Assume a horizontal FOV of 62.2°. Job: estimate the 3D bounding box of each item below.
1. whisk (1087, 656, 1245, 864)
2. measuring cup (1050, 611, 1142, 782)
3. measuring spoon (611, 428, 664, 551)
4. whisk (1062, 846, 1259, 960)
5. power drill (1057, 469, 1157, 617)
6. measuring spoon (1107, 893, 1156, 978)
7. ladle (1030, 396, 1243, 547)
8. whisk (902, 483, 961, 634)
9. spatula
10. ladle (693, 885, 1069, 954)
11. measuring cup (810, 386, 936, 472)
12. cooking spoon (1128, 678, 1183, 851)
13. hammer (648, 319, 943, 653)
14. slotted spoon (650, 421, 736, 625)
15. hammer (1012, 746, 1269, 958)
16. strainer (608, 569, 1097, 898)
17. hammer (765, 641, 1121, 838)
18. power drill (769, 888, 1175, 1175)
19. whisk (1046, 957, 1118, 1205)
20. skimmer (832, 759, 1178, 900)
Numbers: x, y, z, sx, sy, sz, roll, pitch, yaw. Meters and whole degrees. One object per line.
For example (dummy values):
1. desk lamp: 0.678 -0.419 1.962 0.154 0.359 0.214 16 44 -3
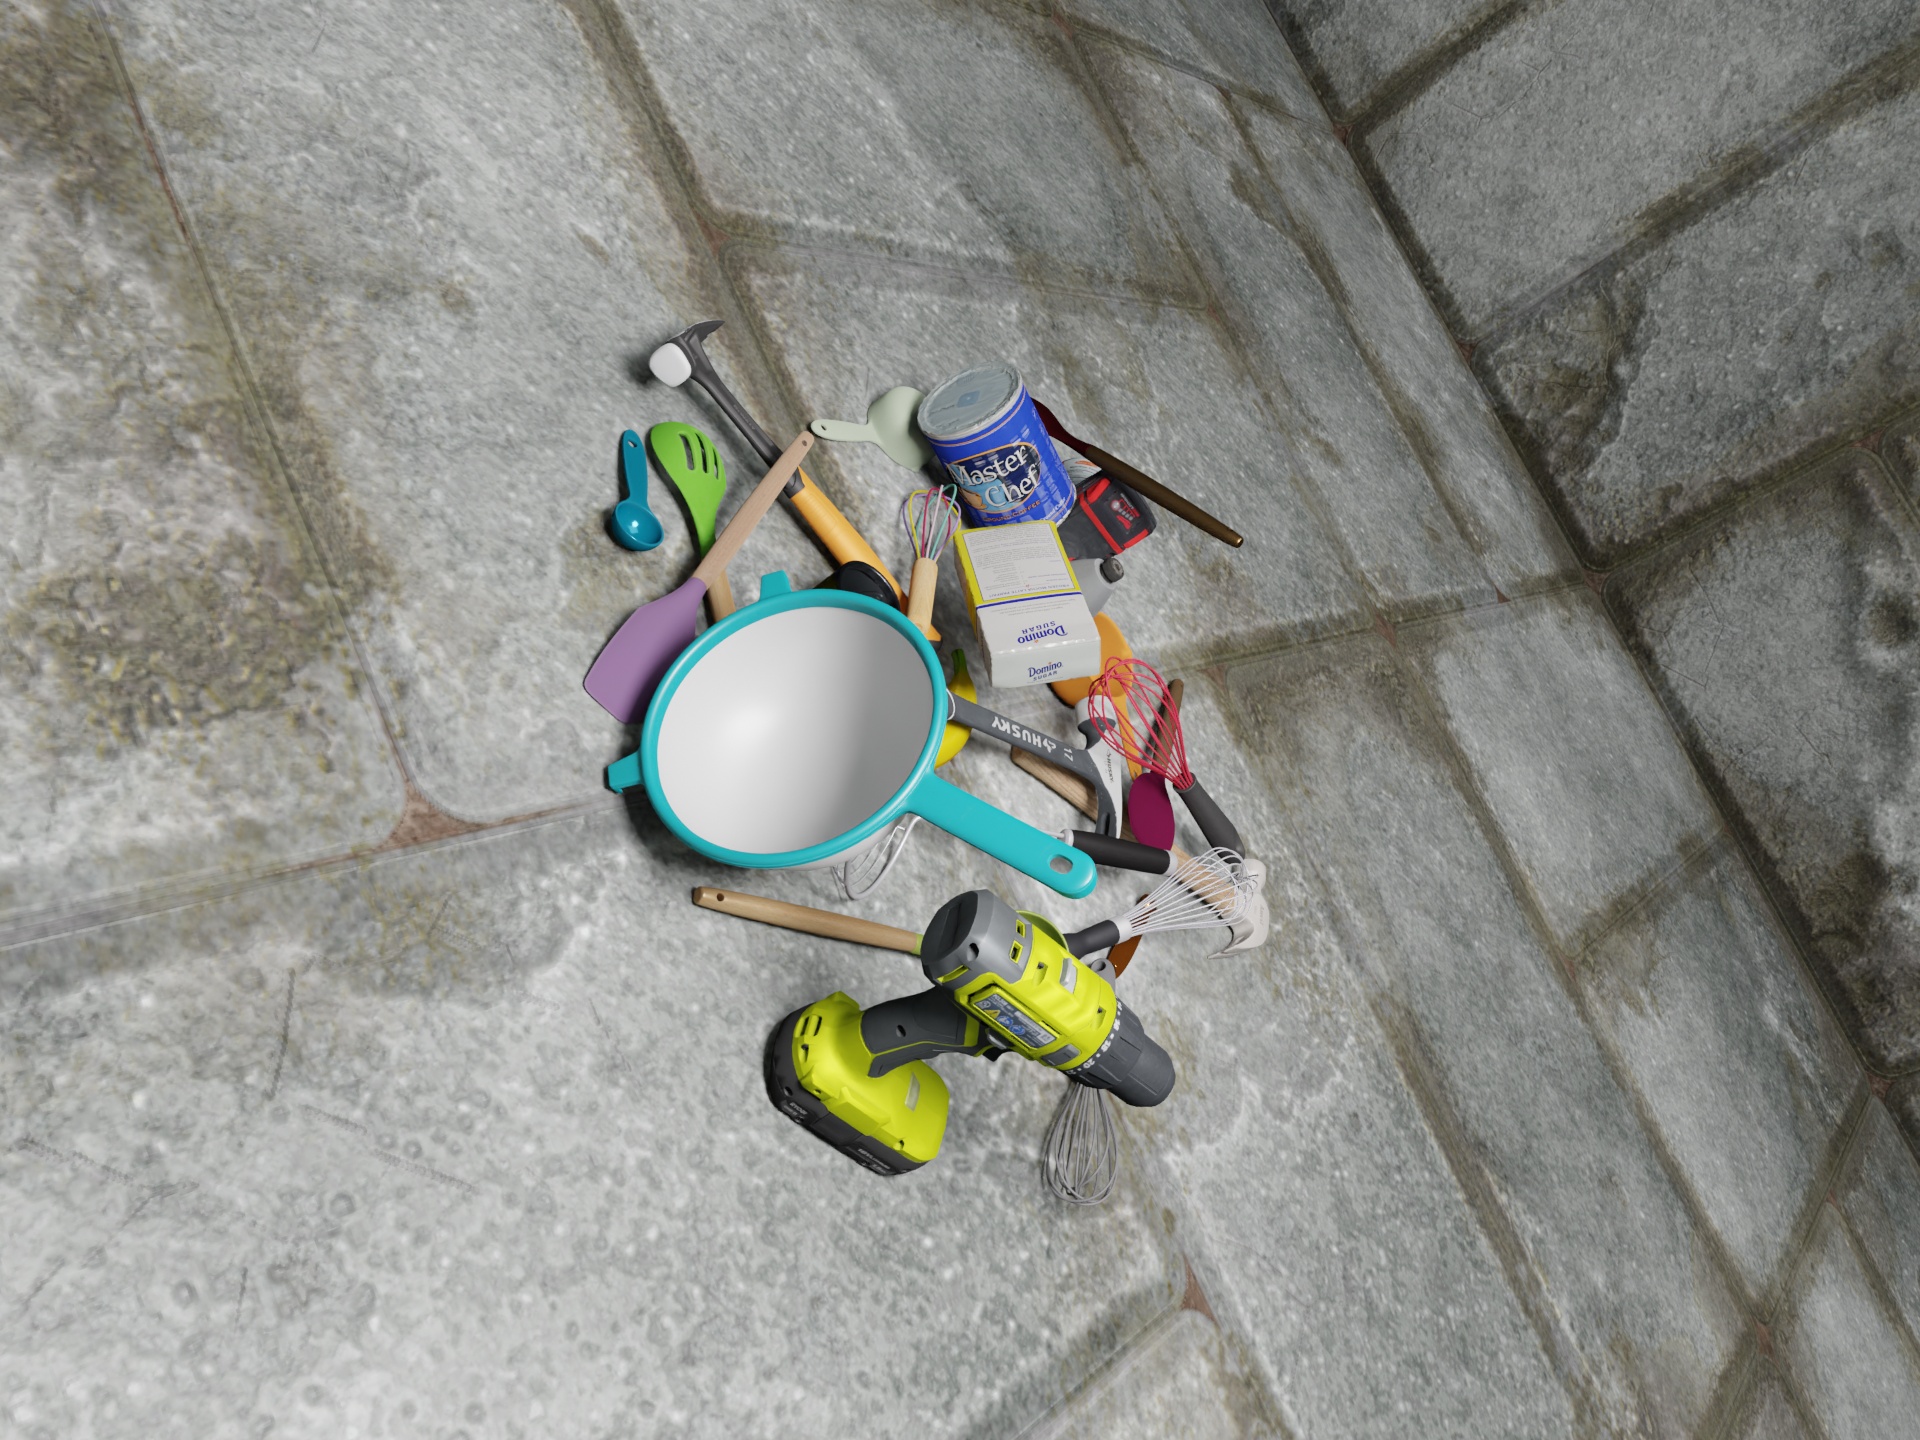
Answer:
1. whisk: 0.192 0.045 1.426 0.295 0.073 0.073 50 32 -39
2. measuring cup: 0.128 -0.014 1.499 0.095 0.052 0.174 -9 83 -53
3. measuring spoon: -0.250 -0.173 1.203 0.042 0.021 0.129 24 38 -37
4. whisk: 0.156 0.170 1.355 0.284 0.070 0.070 -15 75 -39
5. power drill: 0.108 -0.148 1.494 0.078 0.143 0.220 50 34 -16
6. measuring spoon: 0.147 0.191 1.398 0.021 0.011 0.117 52 39 -10
7. ladle: 0.141 -0.242 1.507 0.316 0.031 0.069 37 40 29
8. whisk: -0.025 -0.142 1.381 0.047 0.051 0.245 53 22 -27
9. spatula: -0.182 -0.117 1.189 0.059 0.018 0.316 44 50 -20
10. ladle: -0.049 0.154 1.155 0.320 0.062 0.078 19 62 -38
11. measuring cup: -0.073 -0.274 1.461 0.167 0.038 0.083 -11 73 -55
12. cooking spoon: 0.192 0.036 1.521 0.068 0.017 0.319 53 27 -16
13. hammer: -0.126 -0.186 1.325 0.336 0.034 0.127 51 21 -14
14. slotted spoon: -0.183 -0.101 1.214 0.070 0.031 0.314 11 57 -50
15. hammer: 0.172 0.112 1.466 0.331 0.031 0.130 37 40 -26
16. strainer: -0.051 0.047 1.052 0.211 0.340 0.095 -54 153 -19
17. hammer: -0.002 -0.004 1.281 0.408 0.036 0.149 22 51 -42
18. power drill: 0.006 0.214 1.023 0.190 0.228 0.080 40 39 -23
19. whisk: 0.104 0.278 1.250 0.055 0.055 0.239 41 35 -22
20. skimmer: 0.050 0.098 1.243 0.363 0.127 0.090 14 11 -35
